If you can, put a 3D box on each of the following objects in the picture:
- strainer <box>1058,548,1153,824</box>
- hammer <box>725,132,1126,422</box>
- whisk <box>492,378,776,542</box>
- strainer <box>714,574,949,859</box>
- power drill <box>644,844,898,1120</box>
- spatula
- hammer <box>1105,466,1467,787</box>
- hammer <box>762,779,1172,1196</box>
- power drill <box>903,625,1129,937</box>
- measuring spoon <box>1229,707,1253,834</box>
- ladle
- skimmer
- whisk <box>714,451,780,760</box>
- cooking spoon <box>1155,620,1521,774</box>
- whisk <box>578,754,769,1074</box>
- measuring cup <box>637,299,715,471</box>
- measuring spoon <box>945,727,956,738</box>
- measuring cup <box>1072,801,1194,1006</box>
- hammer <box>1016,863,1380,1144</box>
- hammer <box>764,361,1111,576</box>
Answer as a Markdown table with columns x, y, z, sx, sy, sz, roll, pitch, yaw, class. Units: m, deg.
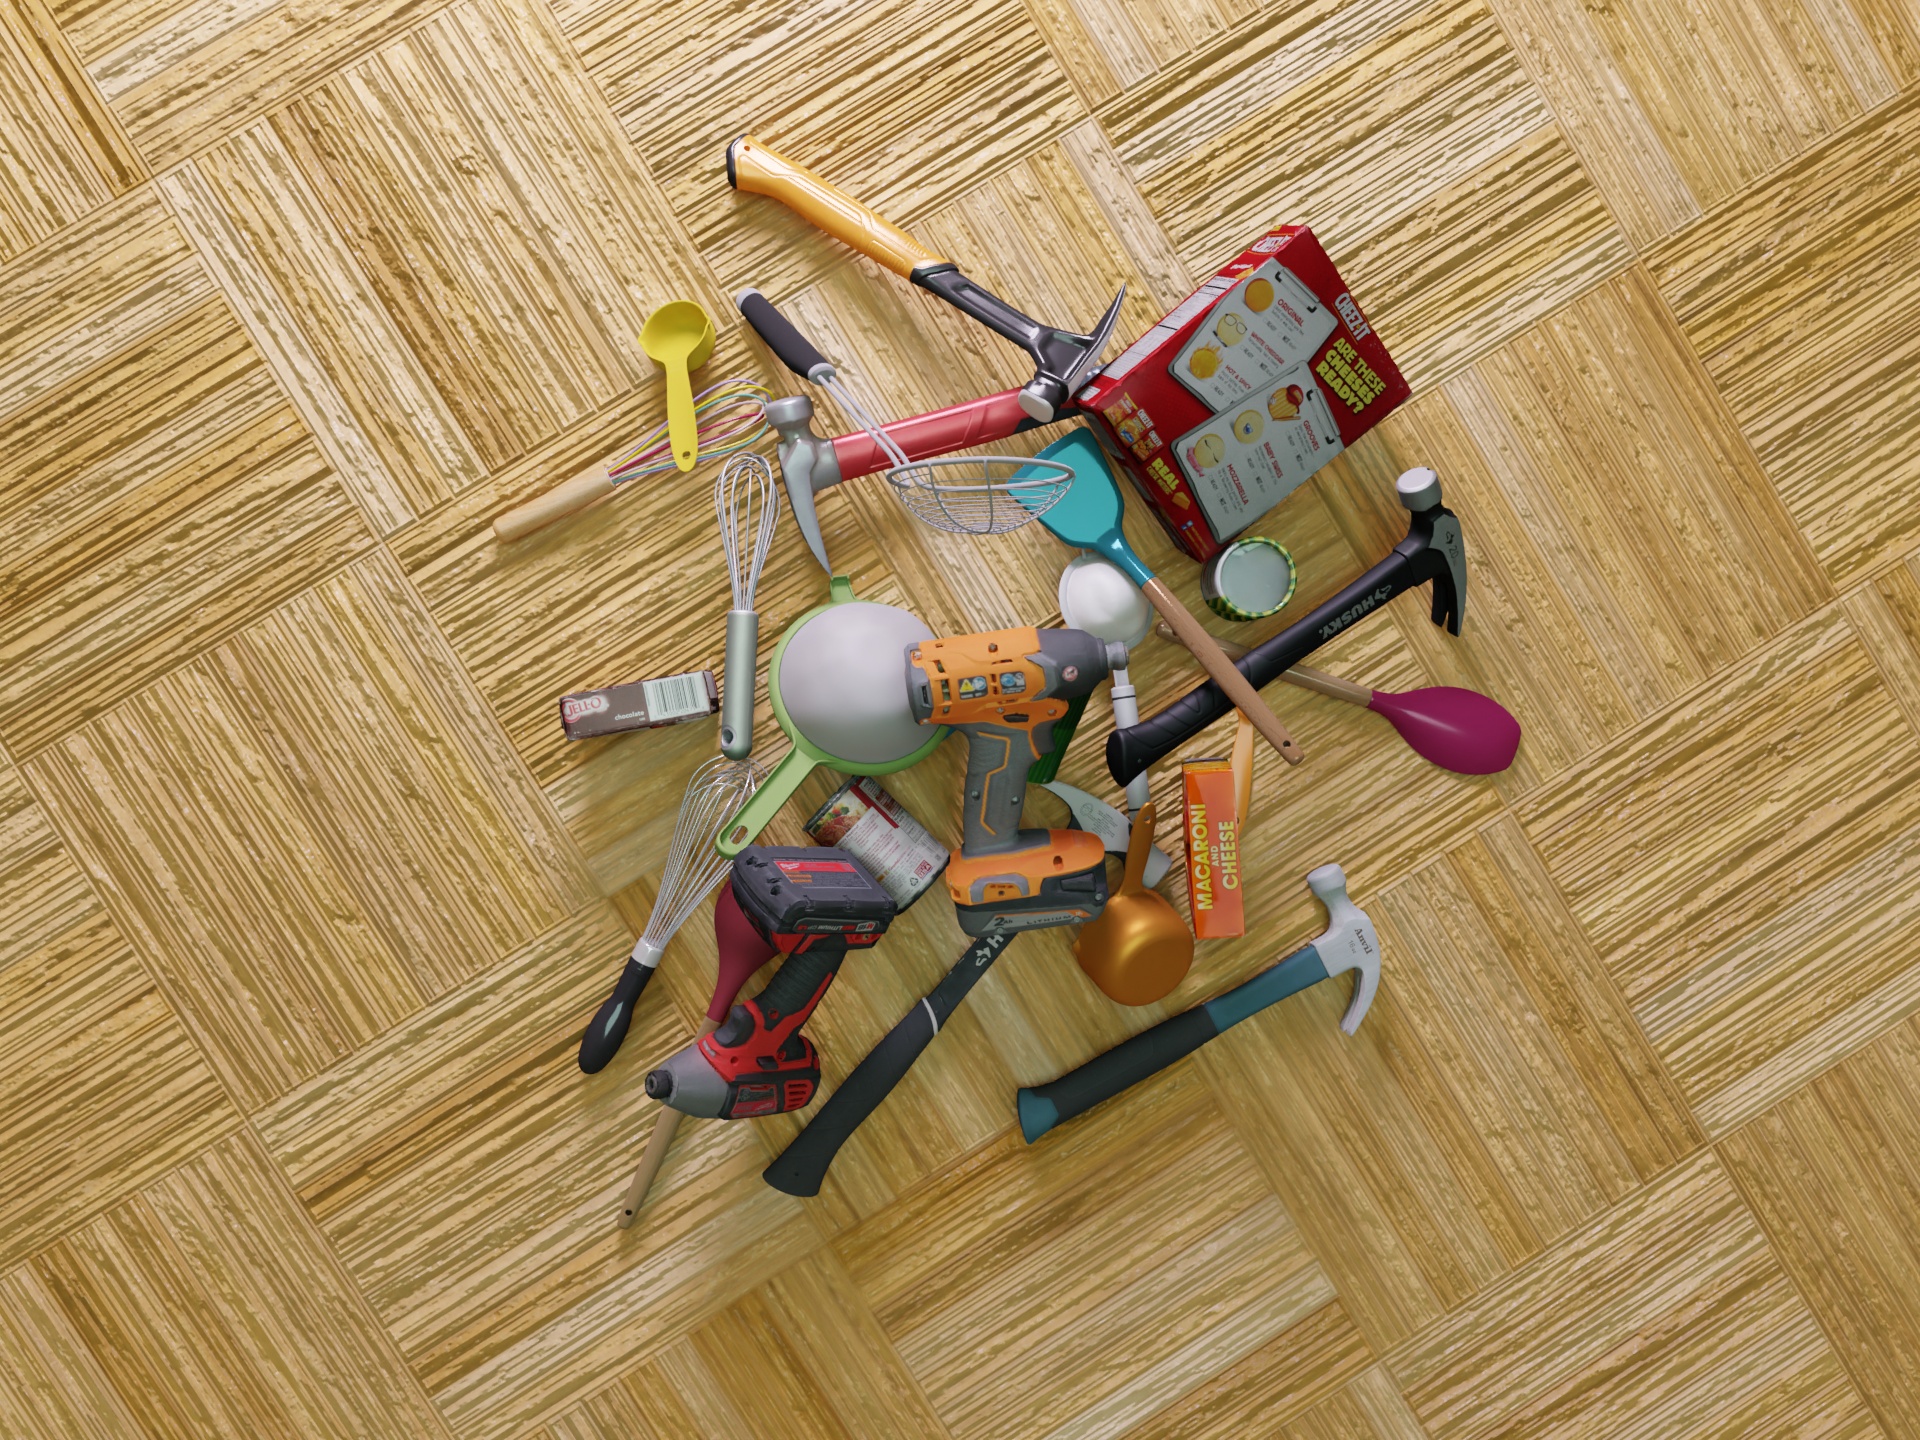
| x | y | z | sx | sy | sz | roll | pitch | yaw | class |
| --- | --- | --- | --- | --- | --- | --- | --- | --- | --- |
| 0.131 | -0.030 | 1.271 | 0.087 | 0.050 | 0.258 | -8 | 88 | -25 | strainer |
| -0.036 | -0.367 | 1.244 | 0.337 | 0.034 | 0.127 | 33 | 72 | 6 | hammer |
| -0.255 | -0.198 | 1.257 | 0.245 | 0.047 | 0.051 | -26 | 81 | 1 | whisk |
| -0.100 | 0.000 | 1.205 | 0.151 | 0.069 | 0.256 | 37 | 63 | 3 | strainer |
| -0.147 | 0.206 | 1.198 | 0.143 | 0.079 | 0.219 | 6 | 116 | -42 | power drill |
| 0.157 | -0.089 | 1.214 | 0.082 | 0.044 | 0.318 | -37 | 67 | -1 | spatula |
| 0.256 | -0.051 | 1.250 | 0.335 | 0.035 | 0.146 | -34 | 125 | -5 | hammer |
| -0.015 | 0.219 | 1.279 | 0.149 | 0.036 | 0.409 | 41 | 88 | -2 | hammer |
| 0.054 | 0.039 | 1.190 | 0.164 | 0.084 | 0.226 | -9 | 109 | 2 | power drill |
| 0.231 | 0.039 | 1.303 | 0.021 | 0.011 | 0.117 | 8 | 91 | -4 | measuring spoon |
| -0.208 | 0.262 | 1.273 | 0.069 | 0.031 | 0.315 | 23 | 91 | -3 | ladle |
| -0.058 | -0.246 | 1.155 | 0.364 | 0.127 | 0.090 | 49 | 124 | 34 | skimmer |
| -0.170 | -0.091 | 1.246 | 0.058 | 0.059 | 0.246 | -4 | 81 | 39 | whisk |
| 0.311 | -0.026 | 1.304 | 0.319 | 0.017 | 0.069 | 18 | 89 | -4 | cooking spoon |
| -0.233 | 0.154 | 1.257 | 0.070 | 0.070 | 0.284 | 28 | 93 | -4 | whisk |
| -0.213 | -0.255 | 1.234 | 0.062 | 0.029 | 0.157 | -13 | 67 | 11 | measuring cup |
| -0.002 | -0.004 | 1.282 | 0.128 | 0.021 | 0.042 | -36 | 93 | -4 | measuring spoon |
| 0.145 | 0.147 | 1.238 | 0.095 | 0.052 | 0.173 | -10 | 124 | -24 | measuring cup |
| 0.191 | 0.248 | 1.294 | 0.331 | 0.033 | 0.128 | -28 | 91 | -3 | hammer |
| 0.048 | -0.232 | 1.269 | 0.386 | 0.038 | 0.143 | -16 | 107 | -7 | hammer |
